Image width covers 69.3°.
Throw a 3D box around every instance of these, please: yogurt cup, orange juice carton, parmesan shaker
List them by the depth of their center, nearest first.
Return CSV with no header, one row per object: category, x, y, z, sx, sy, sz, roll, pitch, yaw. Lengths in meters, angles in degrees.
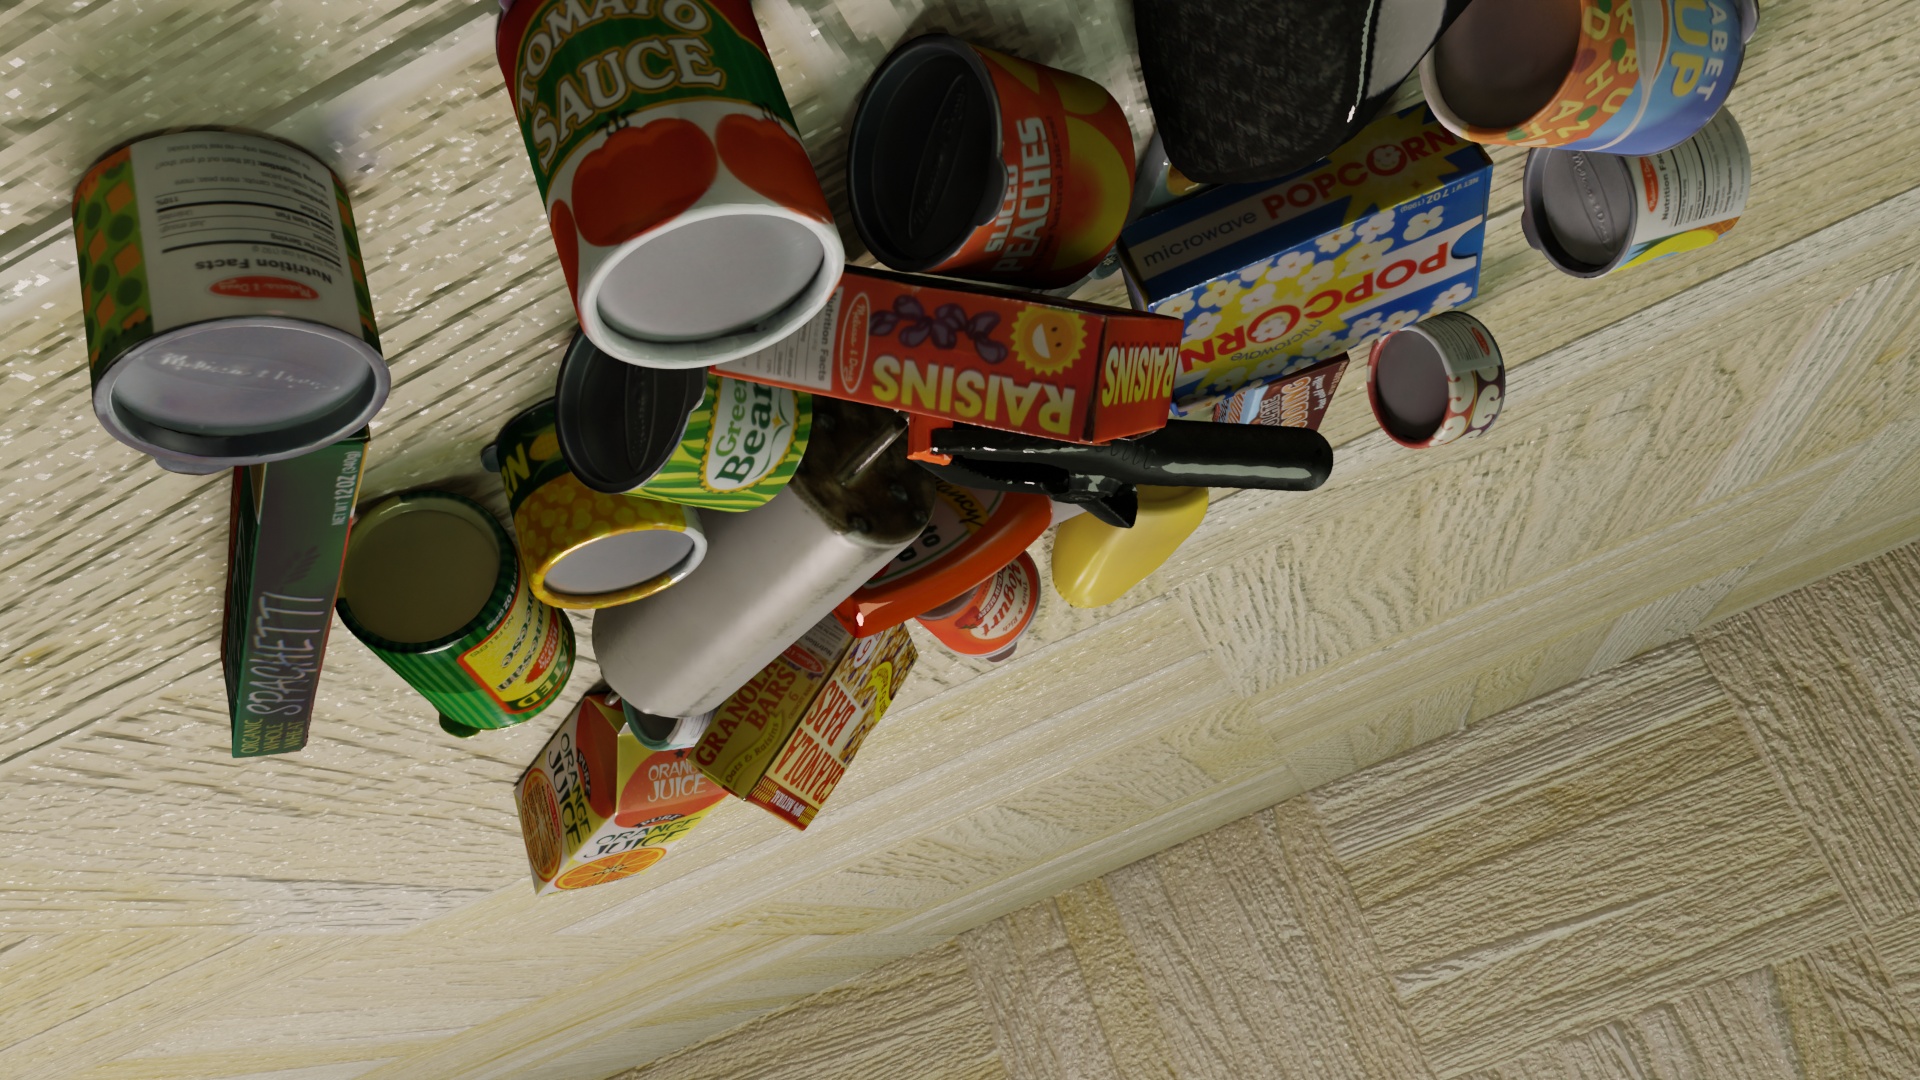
parmesan shaker,-0.198,0.033,0.551,0.071,0.071,0.102,-18,159,-9
yogurt cup,0.001,0.023,0.731,0.072,0.072,0.054,-28,150,18
orange juice carton,-0.195,0.140,0.814,0.072,0.073,0.191,-4,153,-37

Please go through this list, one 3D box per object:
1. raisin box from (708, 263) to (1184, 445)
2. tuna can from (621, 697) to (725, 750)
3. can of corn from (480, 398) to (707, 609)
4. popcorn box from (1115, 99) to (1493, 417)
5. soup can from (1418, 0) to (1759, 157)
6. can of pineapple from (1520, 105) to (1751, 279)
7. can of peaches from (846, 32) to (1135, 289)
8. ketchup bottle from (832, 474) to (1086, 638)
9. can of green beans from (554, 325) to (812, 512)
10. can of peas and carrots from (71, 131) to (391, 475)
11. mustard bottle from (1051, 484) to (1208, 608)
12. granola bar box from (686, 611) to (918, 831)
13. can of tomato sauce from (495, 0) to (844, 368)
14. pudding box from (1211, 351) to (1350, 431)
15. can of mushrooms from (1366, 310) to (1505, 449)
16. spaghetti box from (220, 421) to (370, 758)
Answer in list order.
raisin box,-0.002,-0.060,0.431,0.123,0.040,0.086,13,-168,21
tuna can,-0.146,0.073,0.713,0.033,0.071,0.070,2,149,-44
can of corn,-0.135,-0.014,0.516,0.071,0.058,0.071,-19,159,-7
popcorn box,0.126,-0.101,0.516,0.127,0.038,0.085,-22,152,5
soup can,0.207,-0.164,0.459,0.084,0.071,0.071,-7,155,-32
can of pineapple,0.276,-0.147,0.573,0.058,0.071,0.070,-17,158,-12
can of peaches,0.010,-0.108,0.407,0.058,0.071,0.071,-2,152,-43
ketchup bottle,0.002,-0.008,0.661,0.149,0.065,0.043,-23,143,-20
can of green beans,-0.093,-0.045,0.469,0.071,0.071,0.058,-33,156,28
can of peas and carrots,-0.187,-0.059,0.355,0.071,0.059,0.070,-18,159,-7
mustard bottle,0.082,0.002,0.774,0.065,0.049,0.159,-12,158,-22
granola bar box,-0.077,0.086,0.739,0.124,0.039,0.165,-57,168,-12
can of tomato sauce,-0.072,-0.095,0.342,0.071,0.083,0.071,-19,159,-7
pudding box,0.155,-0.074,0.683,0.050,0.030,0.083,-18,159,-5
can of mushrooms,0.237,-0.078,0.697,0.033,0.071,0.070,-12,157,-21
spaghetti box,-0.239,0.010,0.488,0.029,0.050,0.248,-5,154,-32
